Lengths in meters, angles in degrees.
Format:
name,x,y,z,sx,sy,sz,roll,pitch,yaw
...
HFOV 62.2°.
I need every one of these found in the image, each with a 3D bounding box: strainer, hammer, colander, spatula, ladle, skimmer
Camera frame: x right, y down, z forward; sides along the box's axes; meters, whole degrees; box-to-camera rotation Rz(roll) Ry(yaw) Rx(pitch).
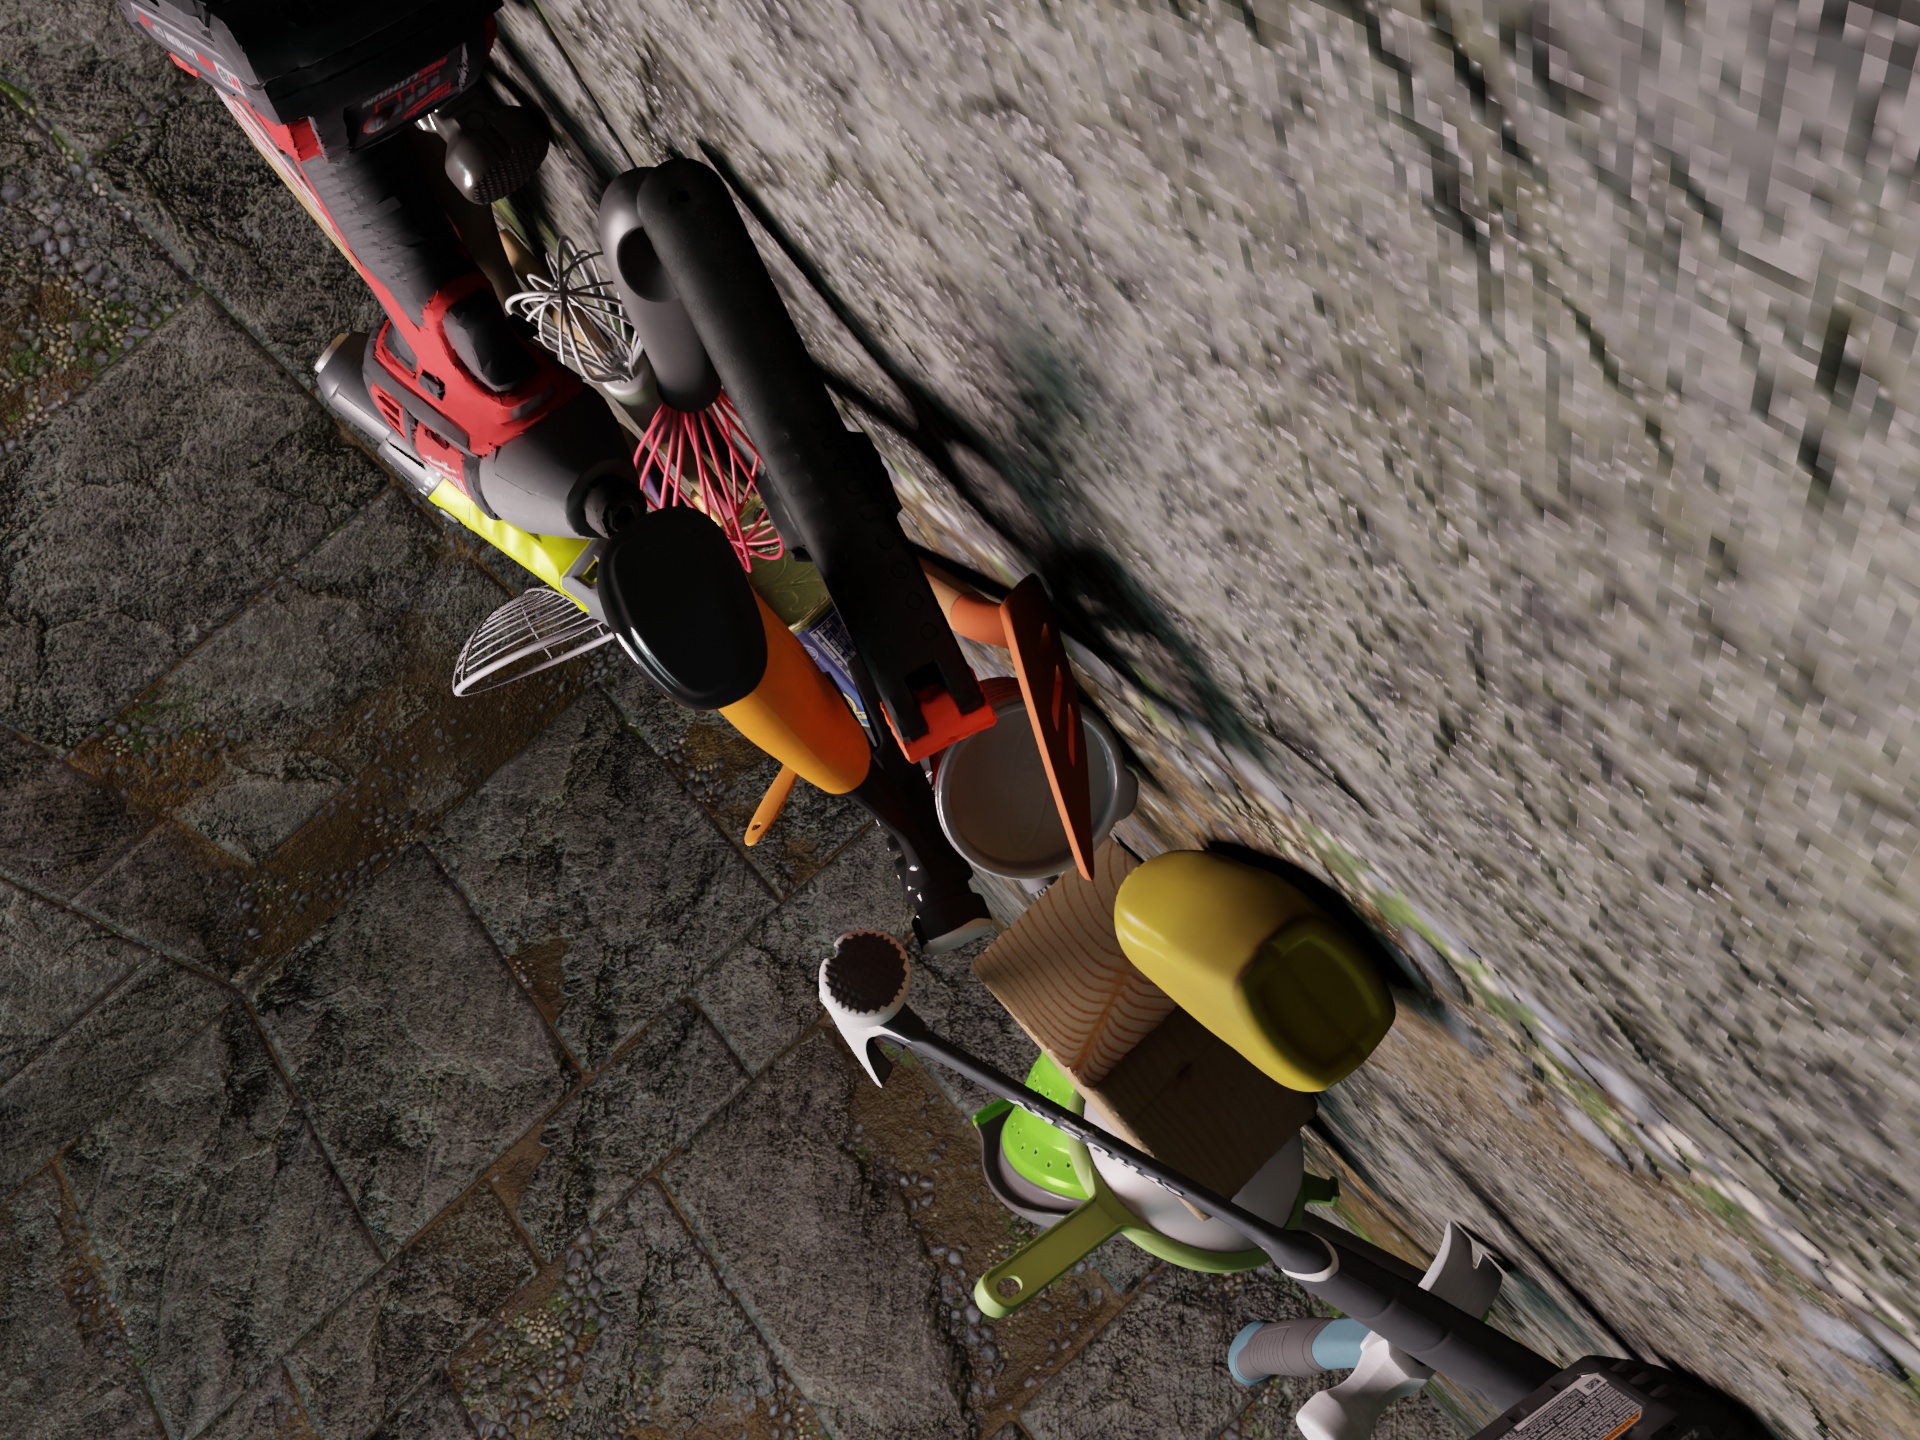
name,x,y,z,sx,sy,sz,roll,pitch,yaw
strainer,0.106,0.248,0.884,0.152,0.256,0.069,43,129,25
hammer,0.122,0.211,0.651,0.409,0.036,0.149,29,160,8
hammer,-0.242,-0.247,0.762,0.146,0.038,0.410,50,171,-4
colander,0.165,0.276,1.040,0.397,0.204,0.094,15,115,50
spatula,-0.013,-0.039,0.553,0.323,0.041,0.081,38,149,65
hammer,-0.044,-0.001,0.497,0.336,0.034,0.127,60,-175,-75
hammer,0.192,0.329,0.837,0.033,0.128,0.330,47,162,15
ladle,-0.164,-0.156,0.932,0.315,0.031,0.069,51,168,-12
skimmer,-0.140,-0.003,0.932,0.363,0.090,0.127,21,-156,23
spatula,-0.189,-0.151,0.961,0.059,0.018,0.316,59,174,-26

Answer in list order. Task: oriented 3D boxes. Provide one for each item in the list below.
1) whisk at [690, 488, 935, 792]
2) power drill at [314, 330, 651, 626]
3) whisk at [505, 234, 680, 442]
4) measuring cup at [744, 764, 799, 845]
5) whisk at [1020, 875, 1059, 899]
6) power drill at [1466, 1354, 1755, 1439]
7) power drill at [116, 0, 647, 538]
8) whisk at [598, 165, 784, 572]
name,x,y,z,sx,sy,sz,roll,pitch,yaw
whisk,-0.089,-0.052,1.013,0.245,0.047,0.051,53,175,-4
power drill,-0.251,-0.140,0.866,0.190,0.080,0.229,37,-179,-20
whisk,-0.162,-0.168,0.758,0.246,0.058,0.059,97,165,-87
measuring cup,-0.119,0.004,1.043,0.095,0.174,0.052,-14,126,31
whisk,0.049,0.095,0.962,0.239,0.055,0.055,53,173,-7
power drill,0.264,0.345,0.545,0.223,0.171,0.080,56,174,4
power drill,-0.176,-0.156,0.530,0.143,0.078,0.219,37,156,32
whisk,-0.098,-0.117,0.590,0.073,0.073,0.295,47,169,8
